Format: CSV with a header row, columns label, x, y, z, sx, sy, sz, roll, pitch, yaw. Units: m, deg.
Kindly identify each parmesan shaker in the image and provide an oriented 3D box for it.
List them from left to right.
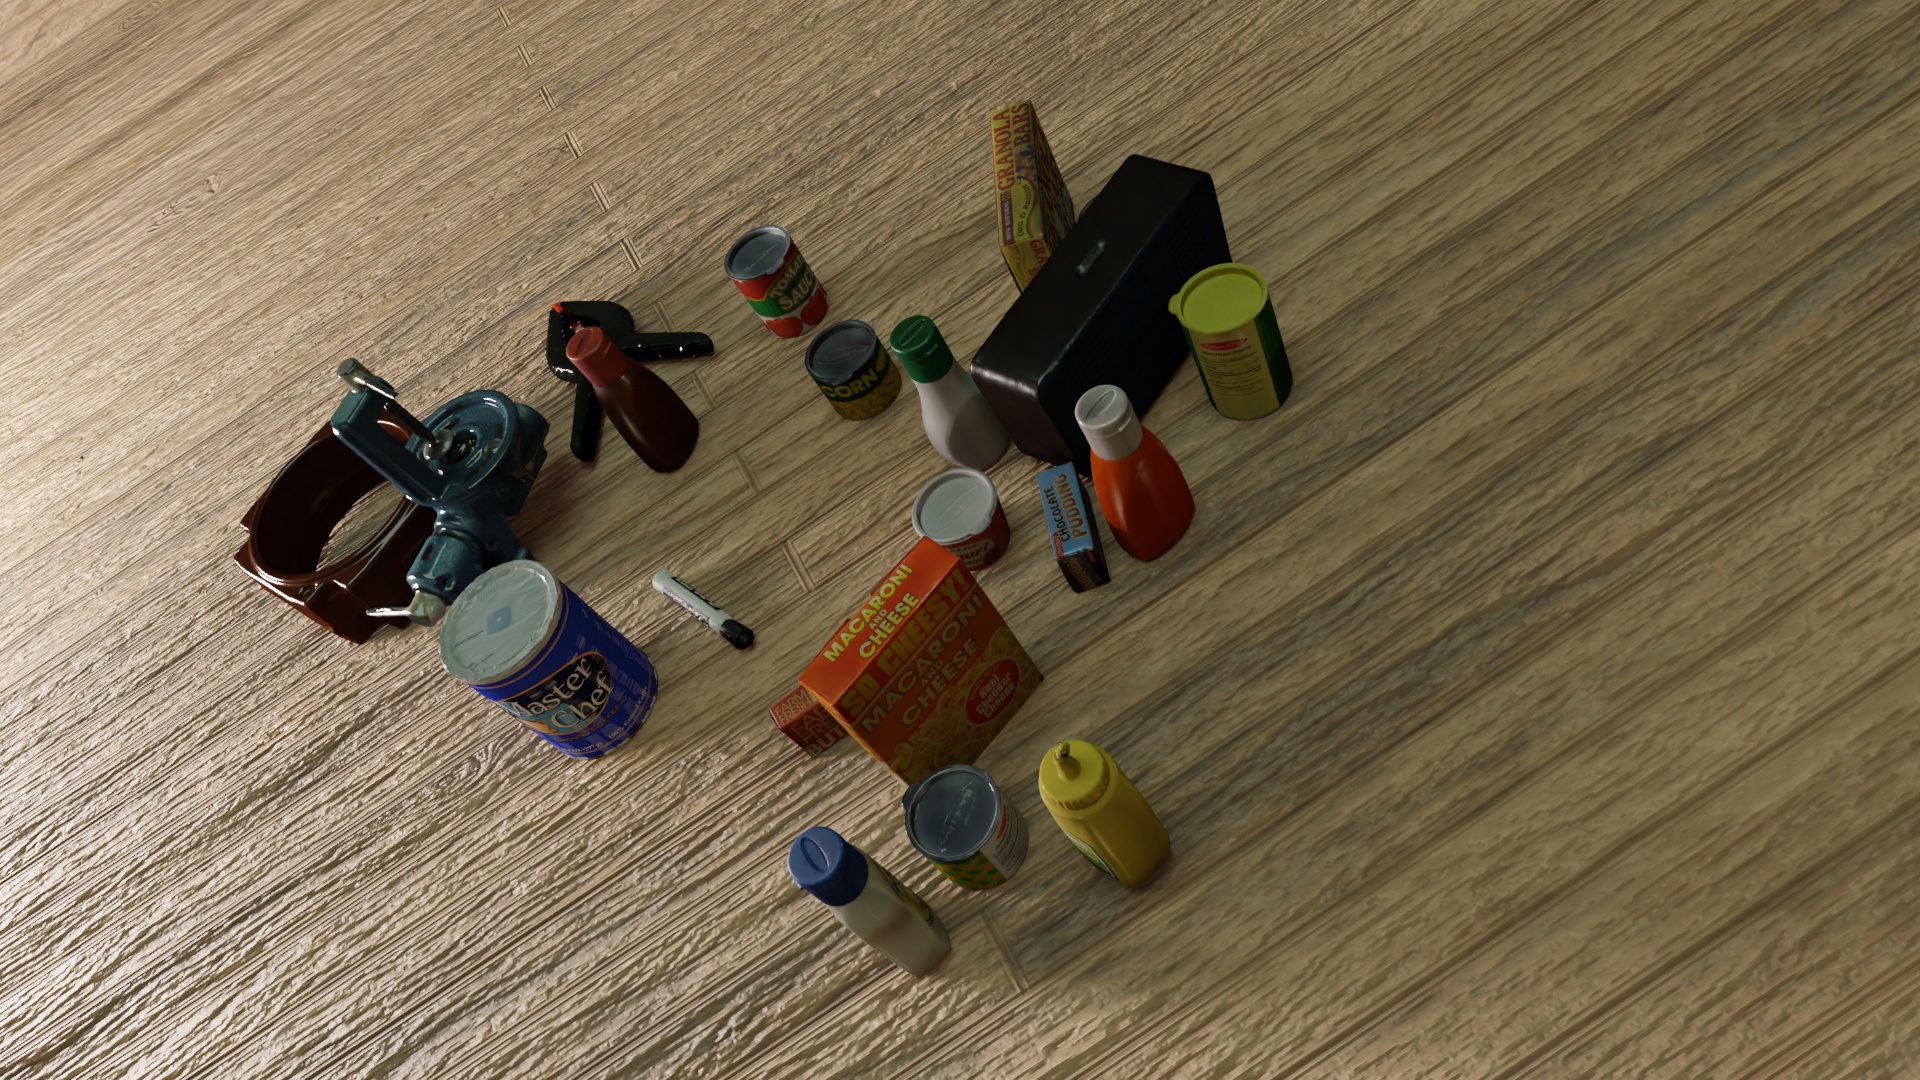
label,x,y,z,sx,sy,sz,roll,pitch,yaw
parmesan shaker,0.200,-0.145,1.022,0.071,0.102,0.071,-12,53,17

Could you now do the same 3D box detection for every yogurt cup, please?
label,x,y,z,sx,sy,sz,roll,pitch,yaw
yogurt cup,0.004,-0.013,1.053,0.072,0.053,0.073,-12,53,17

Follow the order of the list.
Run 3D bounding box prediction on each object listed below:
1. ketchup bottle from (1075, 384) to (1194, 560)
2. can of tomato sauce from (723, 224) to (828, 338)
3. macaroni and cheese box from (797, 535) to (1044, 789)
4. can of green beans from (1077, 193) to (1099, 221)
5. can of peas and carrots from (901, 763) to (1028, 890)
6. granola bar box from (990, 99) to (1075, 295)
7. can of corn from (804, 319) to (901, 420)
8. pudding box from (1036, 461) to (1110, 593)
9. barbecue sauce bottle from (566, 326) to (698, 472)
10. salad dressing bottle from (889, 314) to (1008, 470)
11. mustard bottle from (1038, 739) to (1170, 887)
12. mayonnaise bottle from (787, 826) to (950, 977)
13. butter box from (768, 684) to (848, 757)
label,x,y,z,sx,sy,sz,roll,pitch,yaw
ketchup bottle,0.119,-0.049,0.963,0.043,0.148,0.065,33,75,38
can of tomato sauce,-0.165,-0.235,1.267,0.071,0.082,0.071,-12,53,17
macaroni and cheese box,-0.022,0.091,0.918,0.040,0.166,0.124,31,74,37
can of green beans,0.137,-0.251,1.155,0.071,0.057,0.071,-12,53,17
can of peas and carrots,0.003,0.188,0.909,0.071,0.058,0.071,-12,53,17
granola bar box,0.065,-0.263,1.154,0.039,0.123,0.166,-14,53,16
can of corn,-0.091,-0.143,1.185,0.071,0.058,0.071,-12,53,17
pudding box,0.082,-0.010,1.017,0.030,0.049,0.084,-19,51,12
barbecue sauce bottle,-0.283,-0.124,1.202,0.043,0.148,0.065,1,58,25
salad dressing bottle,-0.009,-0.113,1.067,0.044,0.147,0.064,33,76,38
mustard bottle,0.079,0.156,0.830,0.049,0.159,0.065,-47,51,-10
mayonnaise bottle,-0.057,0.220,0.855,0.041,0.147,0.065,-41,50,-6
butter box,-0.083,0.111,1.006,0.103,0.053,0.024,-36,50,-2
